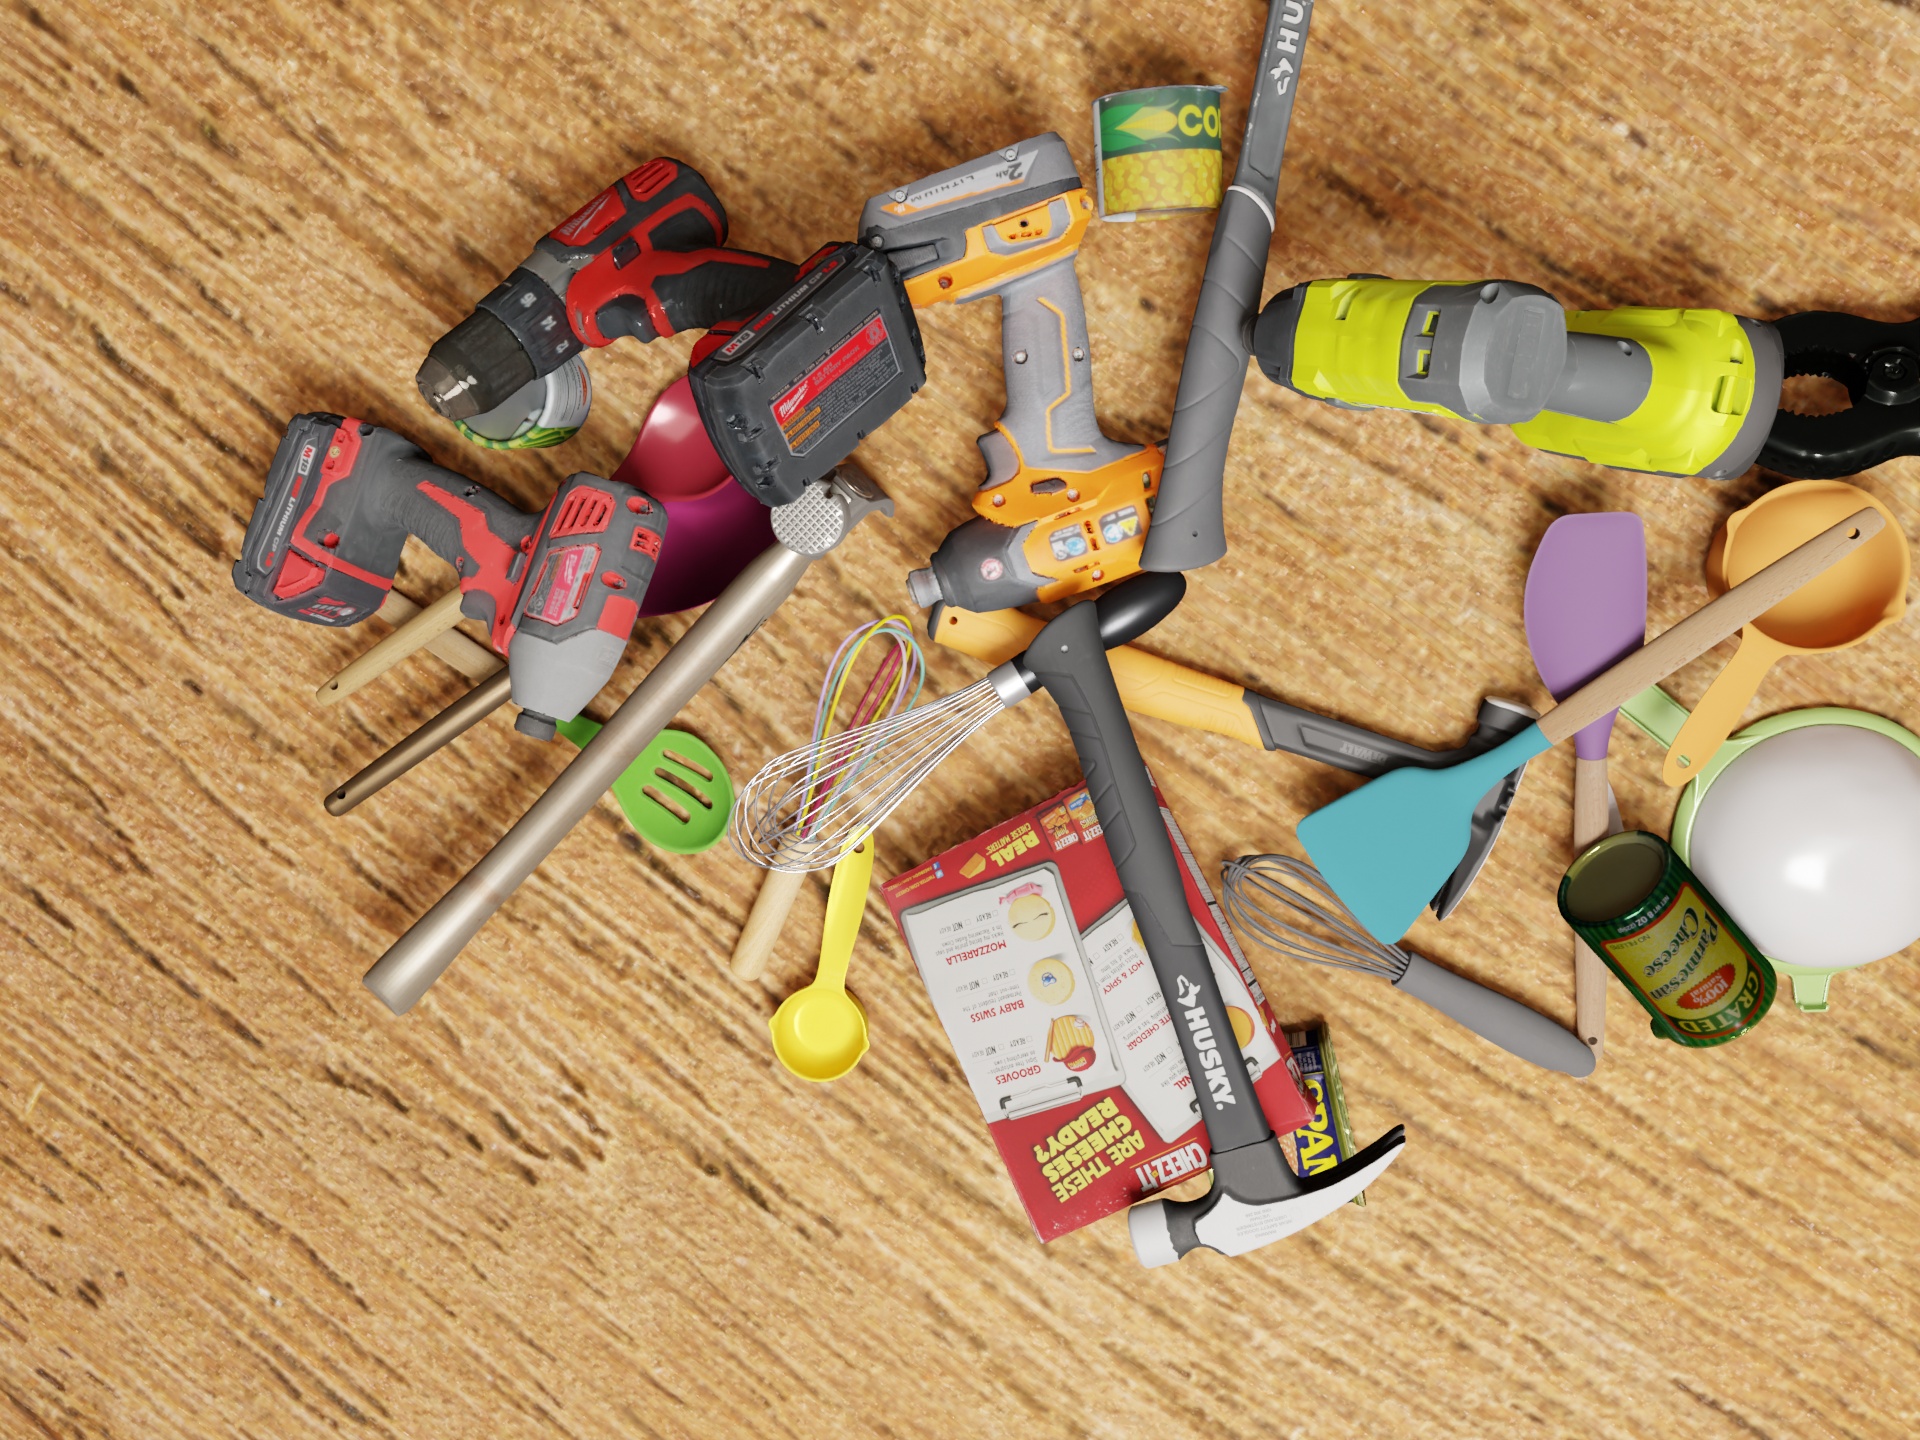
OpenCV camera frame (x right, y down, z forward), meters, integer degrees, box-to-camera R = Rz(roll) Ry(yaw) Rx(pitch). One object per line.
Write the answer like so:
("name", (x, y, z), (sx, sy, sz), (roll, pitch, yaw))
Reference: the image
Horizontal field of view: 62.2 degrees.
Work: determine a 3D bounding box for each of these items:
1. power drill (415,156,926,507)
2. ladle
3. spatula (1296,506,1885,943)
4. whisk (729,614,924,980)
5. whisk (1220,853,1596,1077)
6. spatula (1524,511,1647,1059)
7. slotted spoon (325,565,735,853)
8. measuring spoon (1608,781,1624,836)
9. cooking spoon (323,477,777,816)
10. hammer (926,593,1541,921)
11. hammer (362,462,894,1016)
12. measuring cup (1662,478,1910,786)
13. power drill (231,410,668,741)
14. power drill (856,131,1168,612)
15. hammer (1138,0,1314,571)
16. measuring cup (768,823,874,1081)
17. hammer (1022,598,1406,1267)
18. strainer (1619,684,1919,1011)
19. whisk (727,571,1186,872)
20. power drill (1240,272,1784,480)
("power drill", (-0.150, -0.189, 0.790), (0.227, 0.080, 0.188), (32, 68, 35))
("ladle", (-0.244, -0.096, 0.911), (0.315, 0.031, 0.069), (-33, 76, 8))
("spatula", (0.322, -0.005, 0.810), (0.317, 0.044, 0.082), (-39, 87, 22))
("whisk", (-0.080, 0.048, 0.926), (0.051, 0.047, 0.245), (25, 108, 1))
("whisk", (0.250, 0.139, 0.891), (0.239, 0.055, 0.055), (28, 103, 0))
("spatula", (0.338, 0.043, 0.857), (0.060, 0.018, 0.315), (-2, 109, 17))
("slotted spoon", (-0.265, -0.022, 0.943), (0.314, 0.031, 0.070), (33, 103, 2))
("measuring spoon", (0.364, 0.082, 0.882), (0.034, 0.018, 0.124), (-17, 98, 11))
("cooking spoon", (-0.238, -0.039, 0.918), (0.319, 0.017, 0.069), (-35, 79, 4))
("hammer", (0.140, -0.001, 0.888), (0.337, 0.034, 0.127), (19, 102, 4))
("hammer", (-0.190, 0.016, 0.882), (0.038, 0.146, 0.410), (45, 105, -1))
("measuring cup", (0.410, -0.041, 0.824), (0.095, 0.052, 0.173), (32, 97, 9))
("power drill", (-0.276, -0.080, 0.868), (0.220, 0.078, 0.143), (17, 86, 18))
("power drill", (0.021, -0.171, 0.839), (0.164, 0.084, 0.226), (-21, 101, 1))
("hammer", (0.143, -0.273, 0.783), (0.149, 0.036, 0.409), (8, 97, -22))
("measuring cup", (-0.072, 0.137, 0.954), (0.062, 0.029, 0.156), (12, 91, 5))
("hammer", (0.109, 0.100, 0.807), (0.146, 0.035, 0.335), (-19, 86, 14))
("strainer", (0.422, 0.039, 0.839), (0.256, 0.069, 0.151), (38, 103, -3))
("whisk", (-0.002, -0.003, 0.858), (0.284, 0.070, 0.070), (-32, 96, 4))
("power drill", (0.257, -0.167, 0.749), (0.223, 0.171, 0.080), (1, 104, -30))
